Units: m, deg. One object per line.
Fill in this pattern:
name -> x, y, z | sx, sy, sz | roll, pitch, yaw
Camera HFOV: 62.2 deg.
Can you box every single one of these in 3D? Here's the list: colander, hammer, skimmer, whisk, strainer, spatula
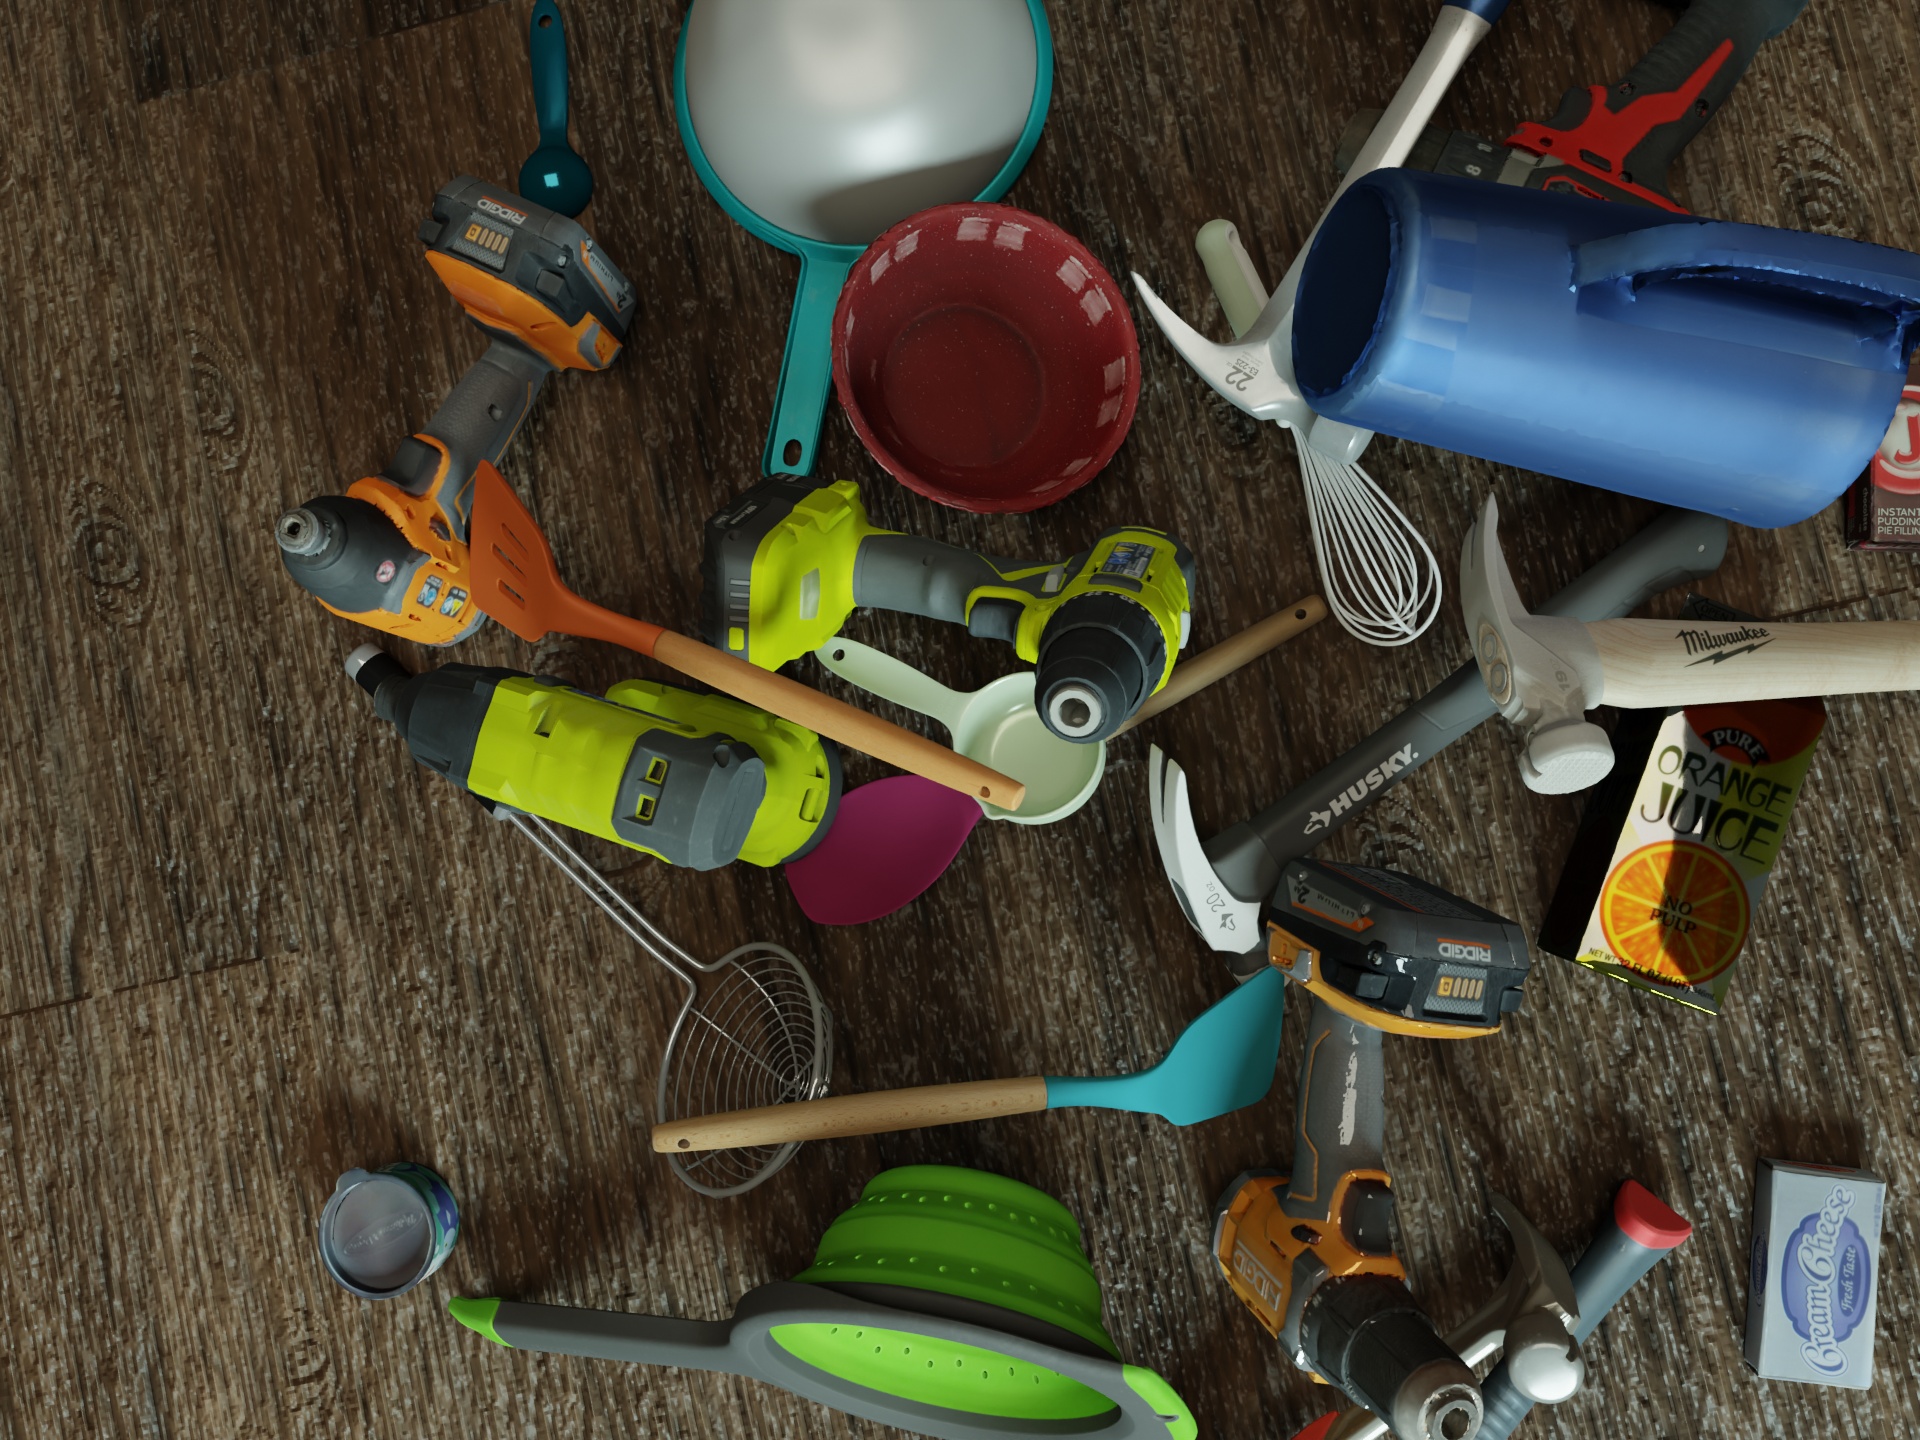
colander -> -0.078, 0.282, 0.802 | 0.397, 0.204, 0.095 | -3, 52, 21
hammer -> 0.234, -0.334, 0.771 | 0.144, 0.035, 0.405 | 33, 98, 15
hammer -> 0.223, 0.385, 0.776 | 0.386, 0.143, 0.038 | -46, 59, -9
skimmer -> -0.207, 0.089, 0.827 | 0.363, 0.090, 0.127 | 42, 107, 7
hammer -> 0.242, -0.010, 0.792 | 0.335, 0.035, 0.146 | -36, 117, -2
whisk -> 0.180, -0.152, 0.824 | 0.059, 0.057, 0.246 | -29, 79, 34
hammer -> 0.150, 0.374, 0.780 | 0.359, 0.149, 0.037 | -44, 87, 14
hammer -> 0.439, -0.038, 0.749 | 0.410, 0.038, 0.146 | 0, 58, -9
strainer -> -0.070, -0.294, 0.831 | 0.211, 0.095, 0.340 | 10, 87, 6
spatula -> 0.012, 0.177, 0.766 | 0.317, 0.044, 0.082 | -4, 115, -10
spatula -> -0.113, -0.030, 0.737 | 0.323, 0.041, 0.081 | 23, 121, 17

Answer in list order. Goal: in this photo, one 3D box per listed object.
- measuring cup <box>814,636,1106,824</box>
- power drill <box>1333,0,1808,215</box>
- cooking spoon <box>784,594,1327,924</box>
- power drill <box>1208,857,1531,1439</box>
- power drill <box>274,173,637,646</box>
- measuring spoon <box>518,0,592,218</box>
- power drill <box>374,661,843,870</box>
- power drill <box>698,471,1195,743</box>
measuring cup -> -0.001, -0.003, 0.828 | 0.168, 0.038, 0.083 | 26, 84, 18
power drill -> 0.316, -0.331, 0.805 | 0.188, 0.080, 0.226 | 27, 93, 7
cooking spoon -> 0.051, 0.016, 0.841 | 0.319, 0.017, 0.069 | -29, 75, 4
power drill -> 0.188, 0.192, 0.718 | 0.084, 0.185, 0.226 | 9, 96, -16
power drill -> -0.261, -0.153, 0.810 | 0.084, 0.164, 0.226 | 25, 88, 8
measuring spoon -> -0.231, -0.344, 0.886 | 0.042, 0.021, 0.128 | -4, 88, 6
power drill -> -0.155, 0.018, 0.755 | 0.171, 0.223, 0.080 | 17, 90, 12
power drill -> -0.006, -0.054, 0.770 | 0.228, 0.191, 0.080 | 10, 115, 12
